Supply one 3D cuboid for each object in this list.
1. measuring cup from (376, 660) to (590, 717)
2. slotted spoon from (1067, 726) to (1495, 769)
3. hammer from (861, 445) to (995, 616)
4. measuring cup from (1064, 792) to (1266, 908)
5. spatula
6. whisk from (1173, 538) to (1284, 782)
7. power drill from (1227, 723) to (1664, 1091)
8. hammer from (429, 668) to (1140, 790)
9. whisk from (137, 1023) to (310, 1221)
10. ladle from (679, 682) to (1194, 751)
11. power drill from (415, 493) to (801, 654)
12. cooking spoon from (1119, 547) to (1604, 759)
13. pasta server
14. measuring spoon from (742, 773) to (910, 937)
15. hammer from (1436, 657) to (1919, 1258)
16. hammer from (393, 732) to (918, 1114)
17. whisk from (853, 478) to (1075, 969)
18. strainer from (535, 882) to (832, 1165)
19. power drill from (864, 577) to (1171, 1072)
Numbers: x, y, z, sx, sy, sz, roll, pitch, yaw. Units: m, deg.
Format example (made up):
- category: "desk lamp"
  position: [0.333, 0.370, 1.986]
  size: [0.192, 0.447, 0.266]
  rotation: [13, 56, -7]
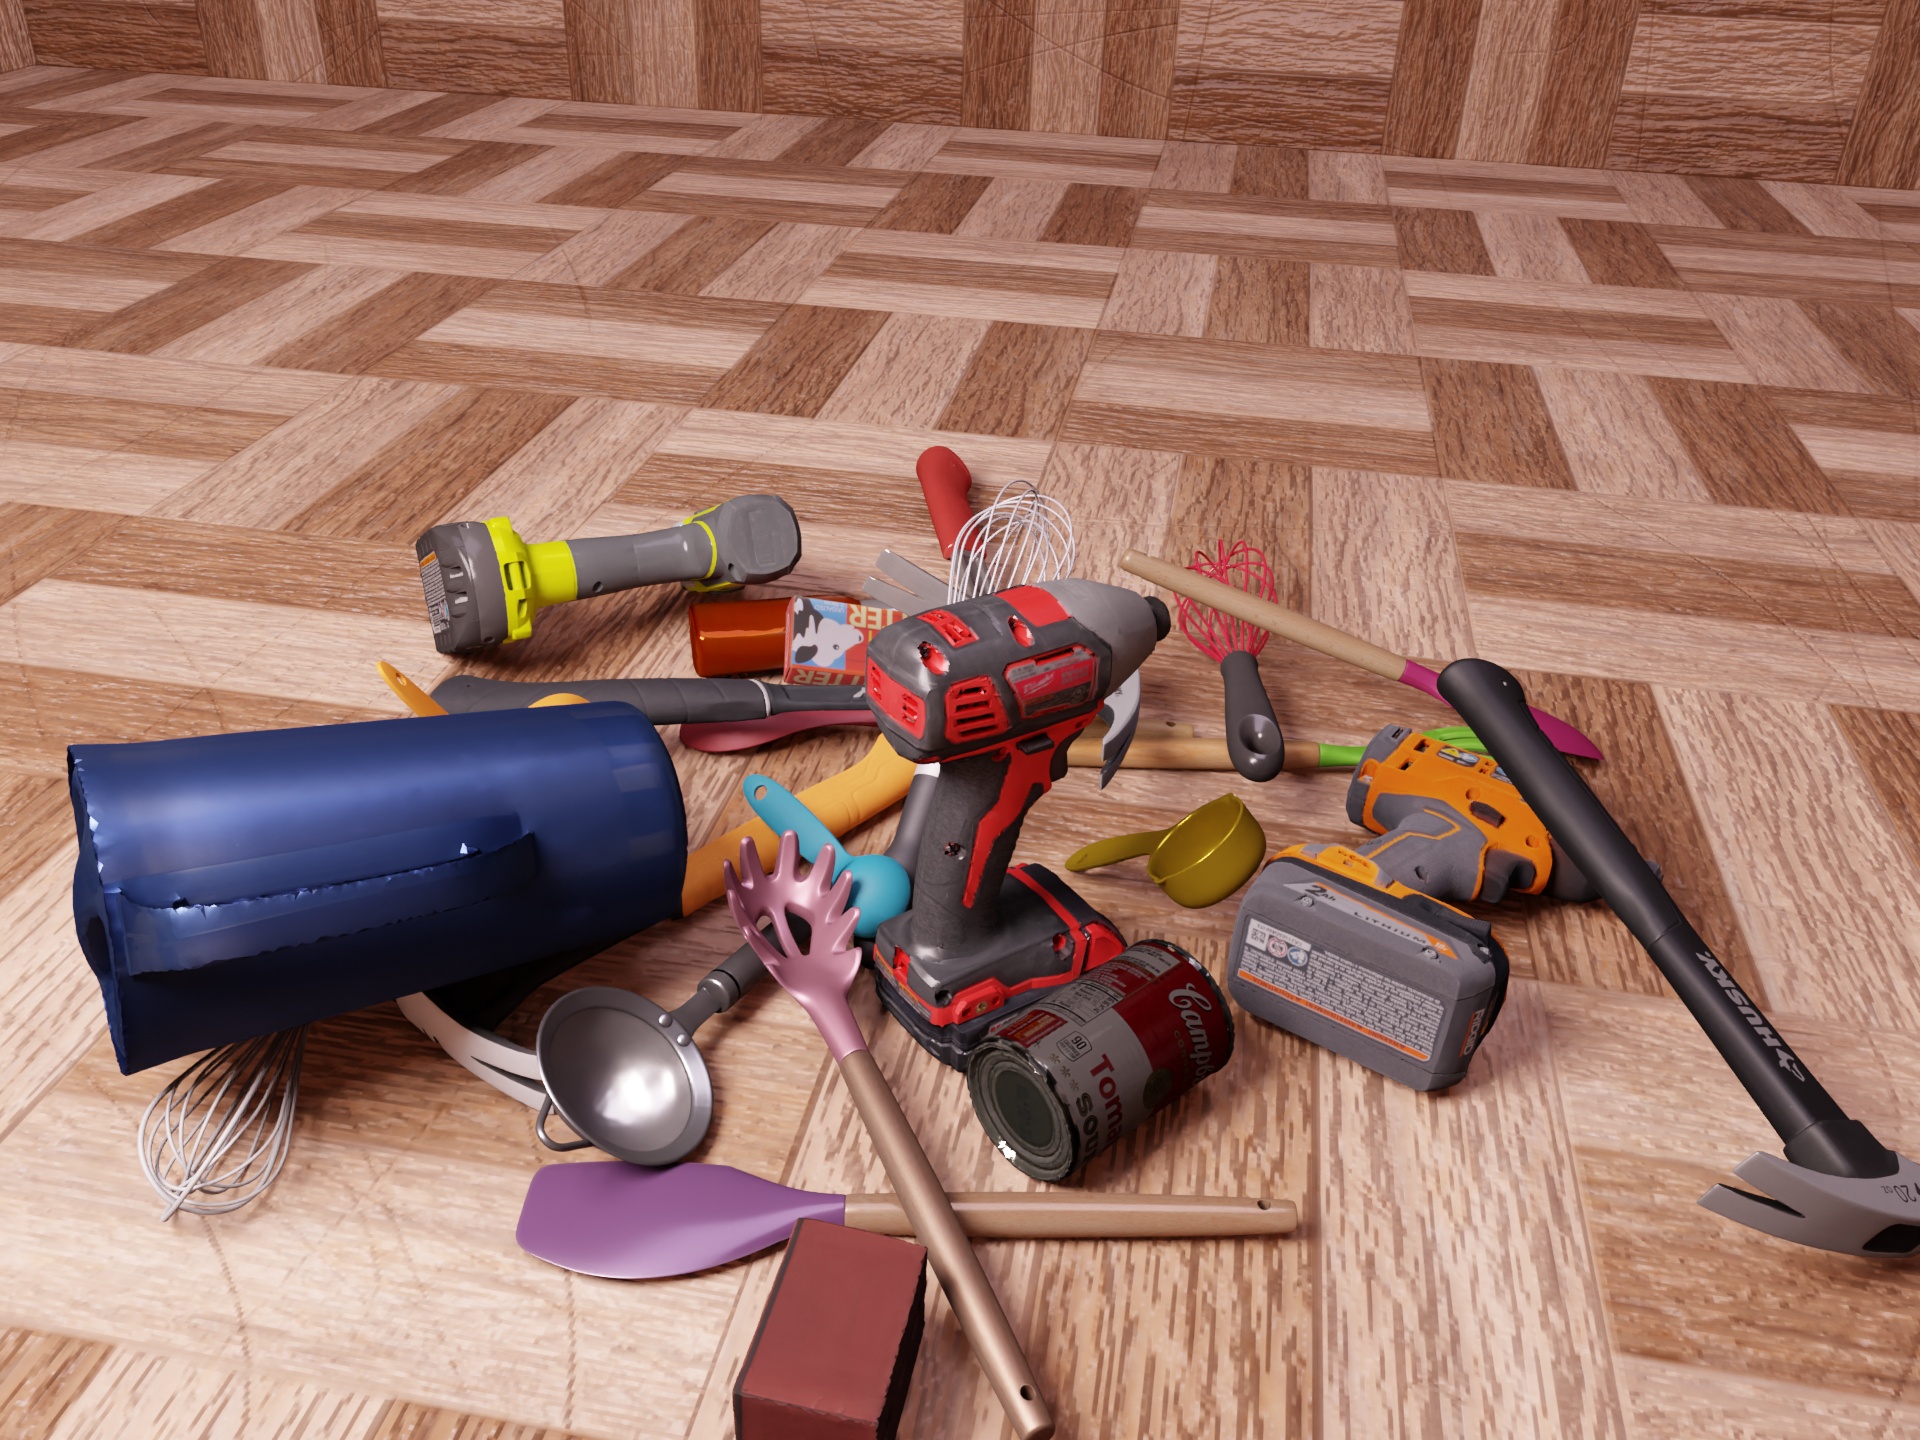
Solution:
- category: "measuring cup"
  position: [-0.221, 0.007, 0.811]
  size: [0.052, 0.173, 0.095]
  rotation: [-32, 50, 5]
- category: "slotted spoon"
  position: [0.188, 0.021, 0.950]
  size: [0.314, 0.031, 0.070]
  rotation: [1, 26, 1]
- category: "hammer"
  position: [-0.009, -0.134, 1.135]
  size: [0.149, 0.036, 0.359]
  rotation: [25, 20, -18]
- category: "measuring cup"
  position: [0.099, 0.073, 0.803]
  size: [0.062, 0.029, 0.156]
  rotation: [-47, 11, -24]
- category: "spatula"
  position: [-0.021, 0.202, 0.647]
  size: [0.316, 0.018, 0.060]
  rotation: [0, 32, 0]
- category: "whisk"
  position: [0.175, -0.043, 1.002]
  size: [0.073, 0.073, 0.296]
  rotation: [3, 29, 2]
- category: "power drill"
  position: [0.248, 0.086, 0.796]
  size: [0.164, 0.084, 0.226]
  rotation: [22, 33, 27]
- category: "hammer"
  position: [-0.097, -0.009, 0.915]
  size: [0.409, 0.036, 0.149]
  rotation: [-1, 31, -3]
- category: "whisk"
  position: [-0.304, 0.132, 0.728]
  size: [0.057, 0.059, 0.246]
  rotation: [36, 23, -16]
- category: "ladle"
  position: [-0.014, 0.001, 0.973]
  size: [0.315, 0.031, 0.069]
  rotation: [3, 32, -2]
- category: "power drill"
  position: [-0.235, -0.101, 1.053]
  size: [0.223, 0.080, 0.171]
  rotation: [-12, 5, -25]
- category: "cooking spoon"
  position: [0.247, -0.041, 0.974]
  size: [0.319, 0.017, 0.069]
  rotation: [21, 19, -2]
- category: "pasta server"
  position: [-0.034, 0.156, 0.664]
  size: [0.060, 0.040, 0.317]
  rotation: [-7, 36, -23]
- category: "measuring spoon"
  position: [-0.075, 0.061, 0.800]
  size: [0.129, 0.021, 0.042]
  rotation: [38, 89, 34]
- category: "hammer"
  position: [0.313, 0.089, 0.729]
  size: [0.146, 0.035, 0.335]
  rotation: [7, 40, -30]
- category: "hammer"
  position: [-0.123, 0.080, 0.827]
  size: [0.127, 0.034, 0.337]
  rotation: [25, 38, 35]
- category: "whisk"
  position: [-0.001, -0.002, 0.837]
  size: [0.070, 0.070, 0.285]
  rotation: [13, 68, 17]
- category: "strainer"
  position: [-0.117, 0.132, 0.738]
  size: [0.087, 0.050, 0.258]
  rotation: [47, 35, 3]
- category: "power drill"
  position: [0.028, 0.040, 0.722]
  size: [0.143, 0.219, 0.079]
  rotation: [-18, 37, -29]
